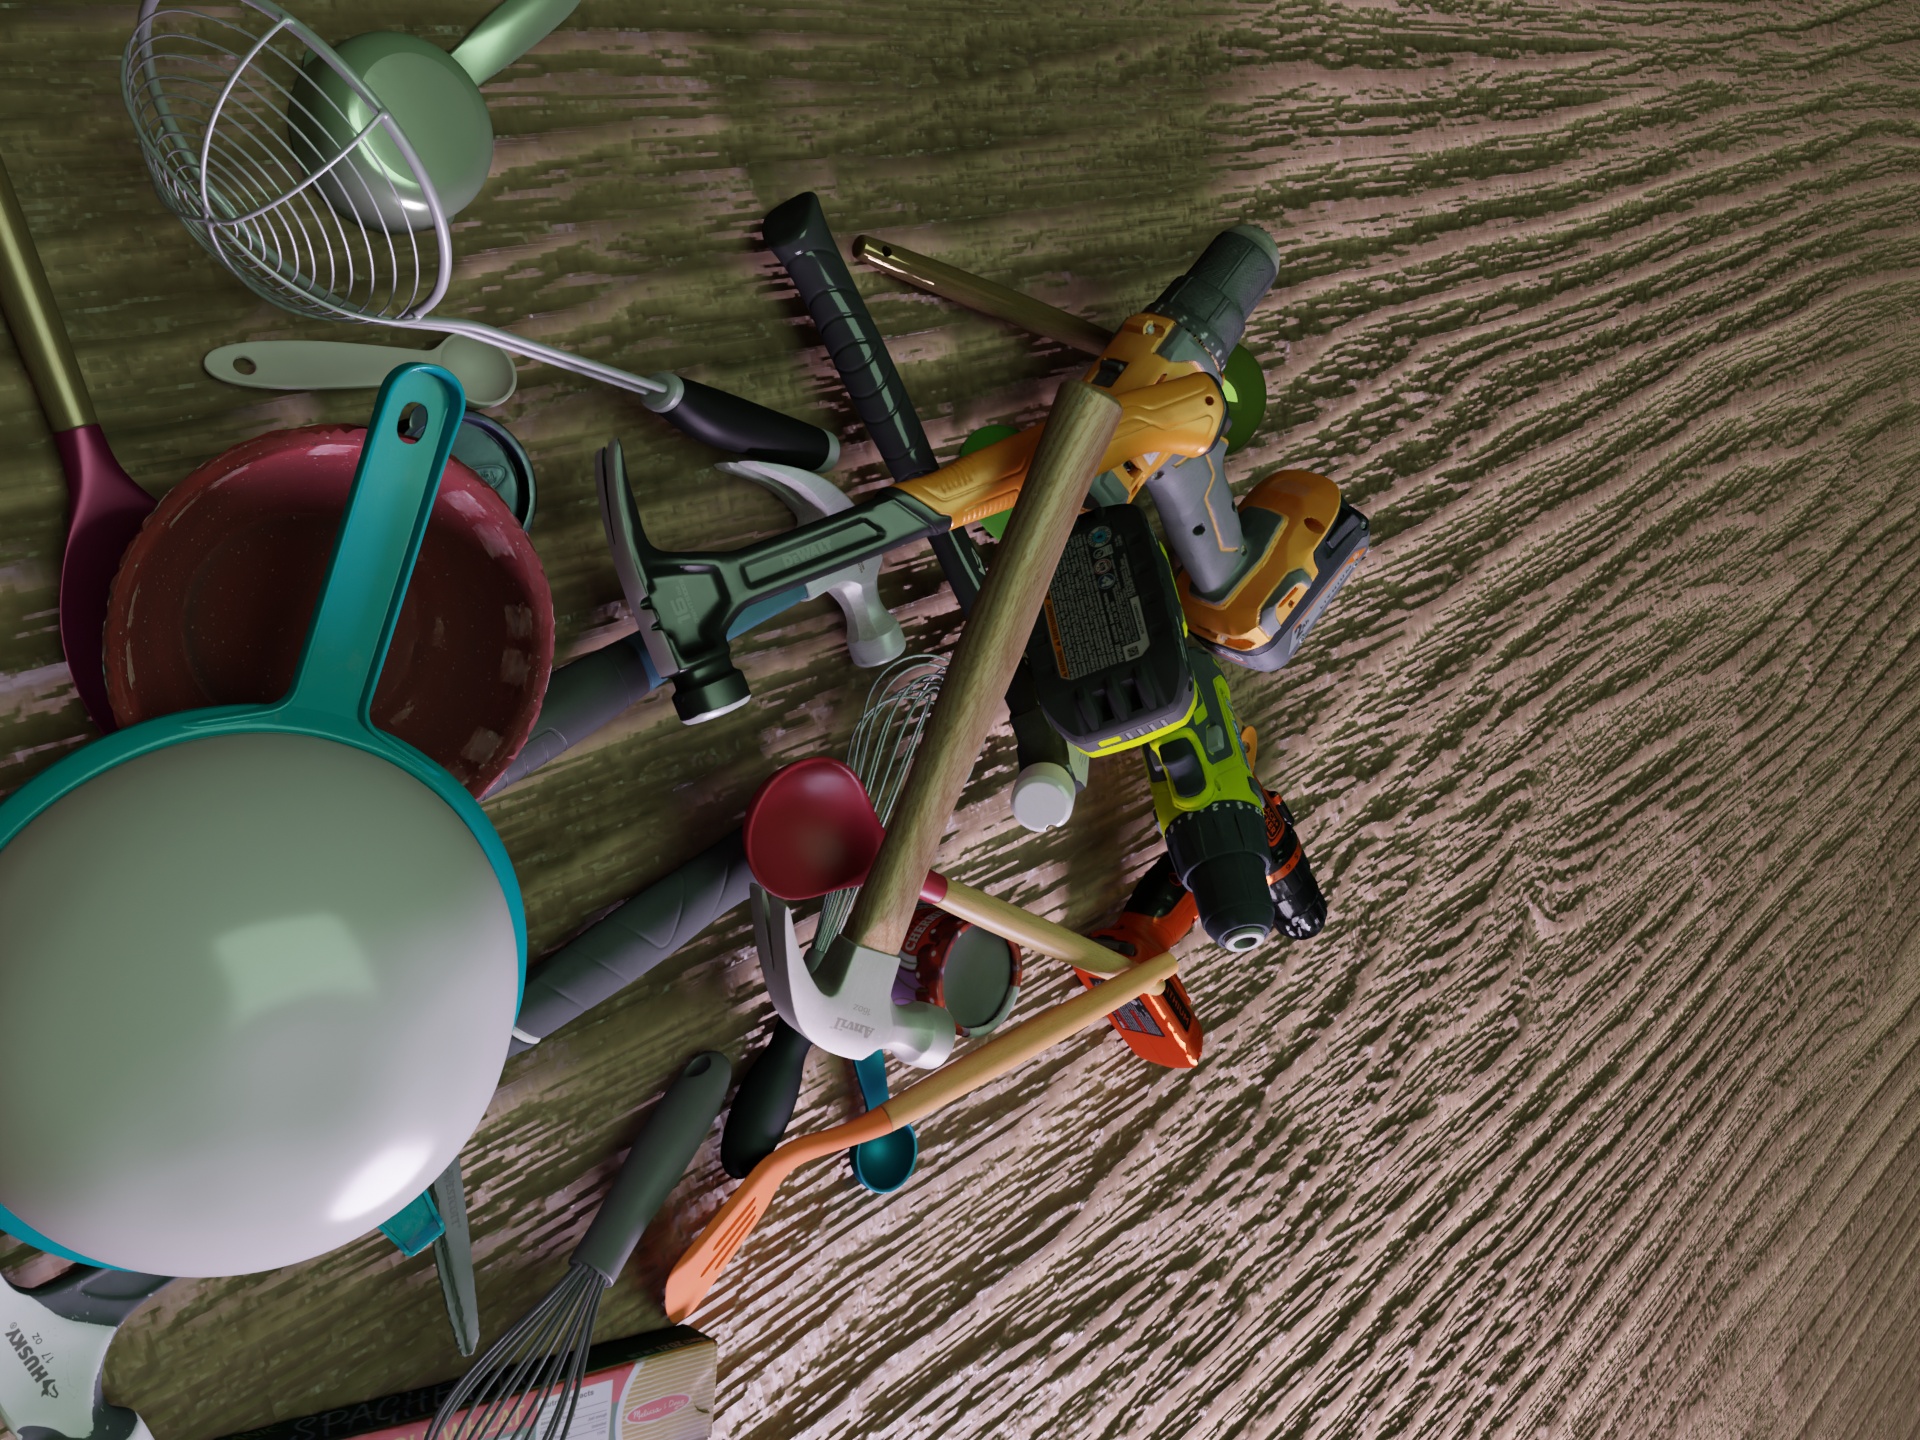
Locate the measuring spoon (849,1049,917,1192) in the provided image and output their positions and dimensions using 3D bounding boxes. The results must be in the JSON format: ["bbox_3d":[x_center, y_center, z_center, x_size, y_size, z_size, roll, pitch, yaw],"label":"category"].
[{"bbox_3d":[-0.053,0.188,0.852,0.042,0.021,0.128,-12,92,-42],"label":"measuring spoon"}]

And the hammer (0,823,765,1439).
[{"bbox_3d":[-0.212,0.137,0.680,0.409,0.036,0.149,-34,114,-38],"label":"hammer"}]

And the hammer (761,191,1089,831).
[{"bbox_3d":[-0.013,-0.113,0.829,0.334,0.035,0.146,63,18,-16],"label":"hammer"}]

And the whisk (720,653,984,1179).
[{"bbox_3d":[-0.057,0.098,0.814,0.070,0.070,0.285,32,76,-40],"label":"whisk"}]

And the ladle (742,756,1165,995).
[{"bbox_3d":[0.007,0.093,0.813,0.315,0.031,0.069,29,85,-39],"label":"ladle"}]

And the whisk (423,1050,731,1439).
[{"bbox_3d":[-0.161,0.243,0.704,0.055,0.055,0.239,58,42,-29],"label":"whisk"}]

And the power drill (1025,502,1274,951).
[{"bbox_3d":[0.113,0.008,0.876,0.228,0.080,0.191,50,24,-51],"label":"power drill"}]

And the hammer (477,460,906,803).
[{"bbox_3d":[-0.158,-0.017,0.723,0.331,0.033,0.128,-37,117,-36],"label":"hammer"}]

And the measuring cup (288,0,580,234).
[{"bbox_3d":[-0.202,-0.271,0.660,0.168,0.038,0.083,-54,126,-25],"label":"measuring cup"}]

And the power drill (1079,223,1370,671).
[{"bbox_3d":[0.157,-0.156,0.930,0.185,0.084,0.226,-54,131,-7],"label":"power drill"}]

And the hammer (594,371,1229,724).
[{"bbox_3d":[-0.006,-0.116,0.763,0.337,0.034,0.127,-24,97,-27],"label":"hammer"}]

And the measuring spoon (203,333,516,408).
[{"bbox_3d":[-0.243,-0.142,0.649,0.124,0.018,0.034,-8,77,-37],"label":"measuring spoon"}]

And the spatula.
[{"bbox_3d":[-0.013,0.201,0.817,0.322,0.041,0.081,-24,151,-23],"label":"spatula"}]

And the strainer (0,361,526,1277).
[{"bbox_3d":[-0.215,0.045,0.539,0.210,0.095,0.340,16,93,-39],"label":"strainer"}]

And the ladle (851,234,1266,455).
[{"bbox_3d":[0.065,-0.222,0.929,0.320,0.062,0.078,11,83,-37],"label":"ladle"}]

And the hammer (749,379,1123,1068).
[{"bbox_3d":[-0.001,-0.002,0.741,0.130,0.031,0.331,24,87,-42],"label":"hammer"}]

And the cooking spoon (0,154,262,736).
[{"bbox_3d":[-0.324,-0.129,0.566,0.069,0.017,0.318,-29,113,-44],"label":"cooking spoon"}]

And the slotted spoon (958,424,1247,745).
[{"bbox_3d":[0.102,-0.070,0.976,0.313,0.031,0.070,43,60,-38],"label":"slotted spoon"}]

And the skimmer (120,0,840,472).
[{"bbox_3d":[-0.160,-0.179,0.656,0.363,0.127,0.090,8,92,-57],"label":"skimmer"}]

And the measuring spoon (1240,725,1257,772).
[{"bbox_3d":[0.163,0.053,0.985,0.021,0.011,0.117,39,59,-31],"label":"measuring spoon"}]
